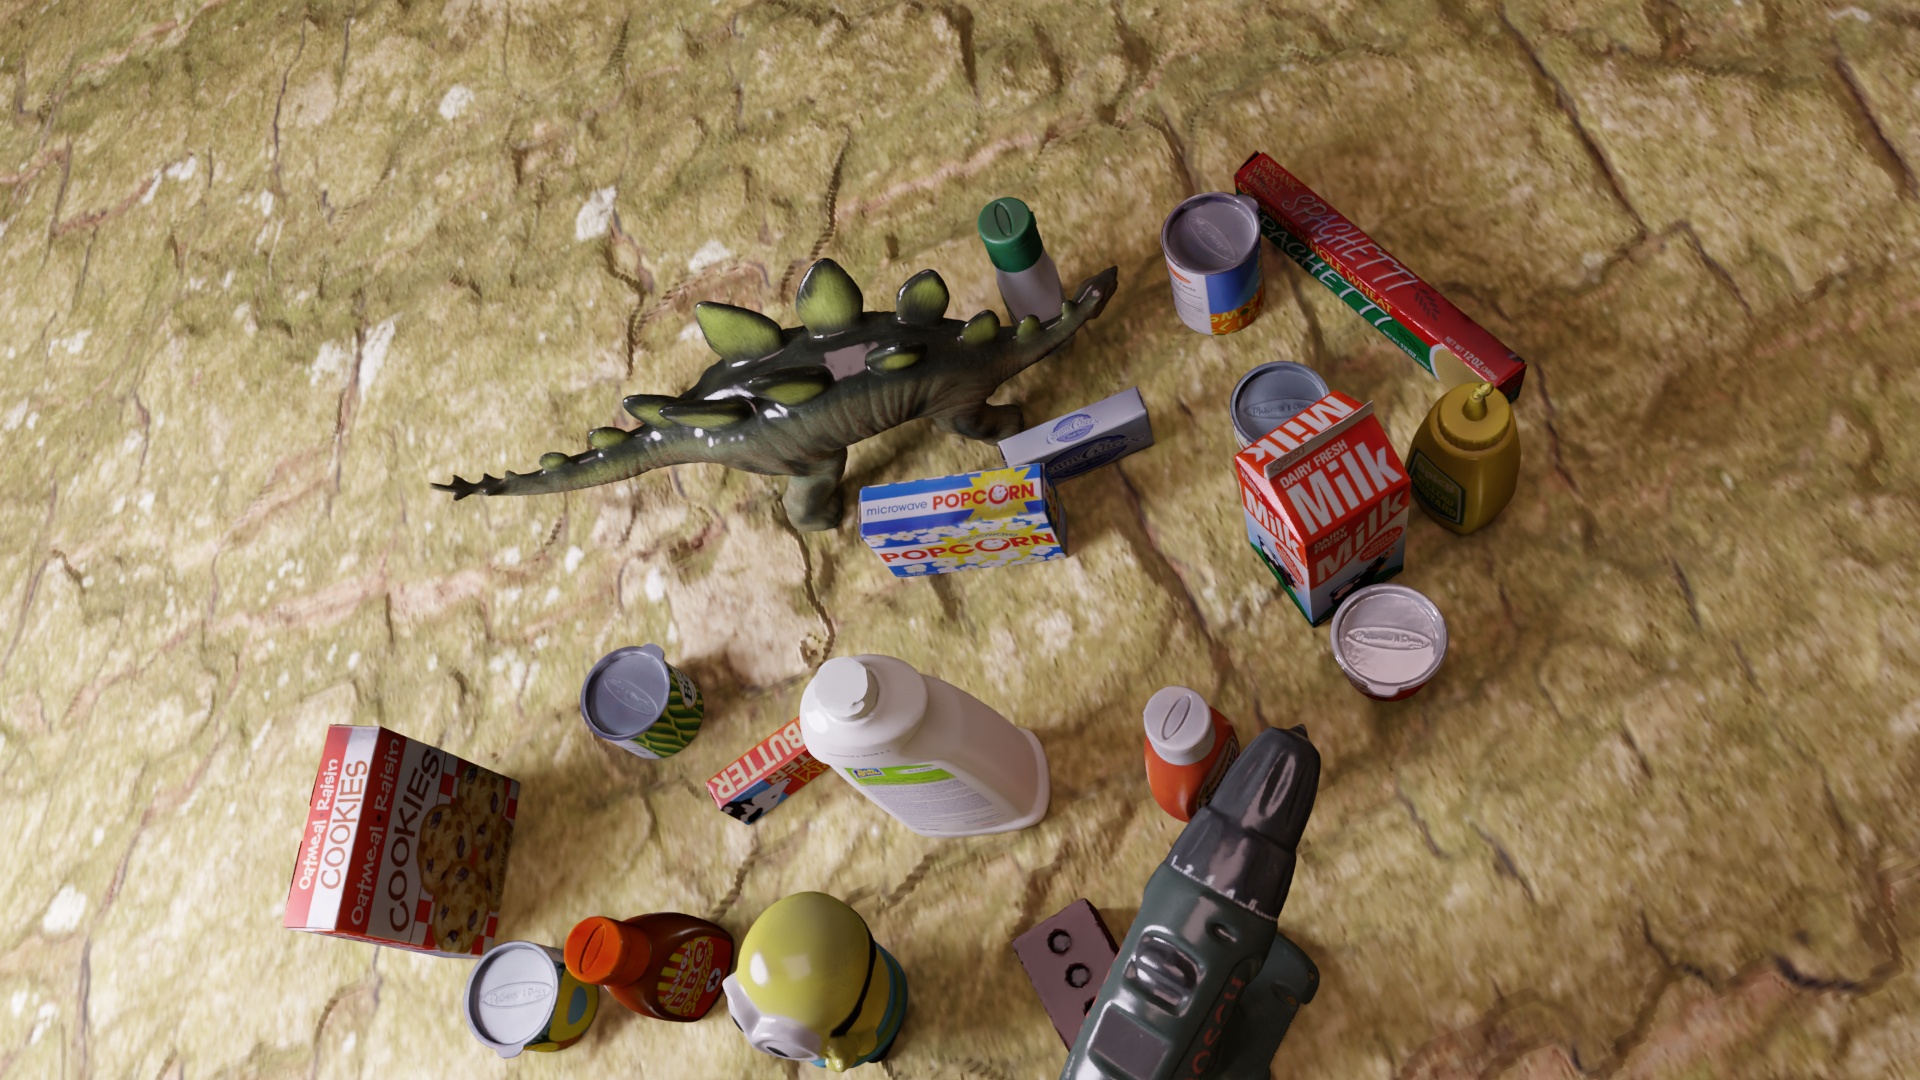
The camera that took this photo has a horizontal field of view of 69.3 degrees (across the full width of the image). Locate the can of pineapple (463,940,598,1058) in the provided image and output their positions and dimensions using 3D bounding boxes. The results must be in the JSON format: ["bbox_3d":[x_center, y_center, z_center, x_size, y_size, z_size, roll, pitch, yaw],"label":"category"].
[{"bbox_3d":[-0.277,0.297,0.898,0.071,0.057,0.071,-5,67,13],"label":"can of pineapple"}]

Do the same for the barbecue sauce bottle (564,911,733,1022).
[{"bbox_3d":[-0.188,0.255,0.842,0.044,0.148,0.065,16,73,21],"label":"barbecue sauce bottle"}]

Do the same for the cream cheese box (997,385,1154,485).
[{"bbox_3d":[0.081,-0.067,0.959,0.104,0.053,0.024,-22,64,5],"label":"cream cheese box"}]

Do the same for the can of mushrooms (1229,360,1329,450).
[{"bbox_3d":[0.217,-0.083,0.941,0.071,0.033,0.071,-5,67,13],"label":"can of mushrooms"}]

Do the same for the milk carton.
[{"bbox_3d":[0.216,-0.022,0.828,0.072,0.190,0.073,-33,64,0],"label":"milk carton"}]

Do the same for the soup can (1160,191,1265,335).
[{"bbox_3d":[0.180,-0.193,0.970,0.071,0.083,0.071,-5,67,13],"label":"soup can"}]

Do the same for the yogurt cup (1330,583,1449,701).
[{"bbox_3d":[0.263,0.066,0.854,0.072,0.053,0.072,-5,67,13],"label":"yogurt cup"}]

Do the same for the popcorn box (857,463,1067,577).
[{"bbox_3d":[0.003,-0.012,0.939,0.127,0.085,0.038,-7,66,12],"label":"popcorn box"}]

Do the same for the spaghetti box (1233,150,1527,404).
[{"bbox_3d":[0.282,-0.179,0.955,0.029,0.050,0.251,-40,64,-3],"label":"spaghetti box"}]

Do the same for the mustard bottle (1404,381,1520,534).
[{"bbox_3d":[0.304,-0.057,0.836,0.049,0.159,0.065,-41,64,-4],"label":"mustard bottle"}]

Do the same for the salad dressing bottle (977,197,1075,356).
[{"bbox_3d":[0.046,-0.182,0.965,0.044,0.147,0.064,-18,65,7],"label":"salad dressing bottle"}]

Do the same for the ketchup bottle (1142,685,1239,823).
[{"bbox_3d":[0.133,0.122,0.812,0.043,0.148,0.065,26,77,23],"label":"ketchup bottle"}]

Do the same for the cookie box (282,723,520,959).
[{"bbox_3d":[-0.355,0.199,0.899,0.040,0.167,0.123,-3,67,14],"label":"cookie box"}]

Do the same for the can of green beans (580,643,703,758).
[{"bbox_3d":[-0.219,0.113,0.960,0.071,0.057,0.071,-5,67,13],"label":"can of green beans"}]

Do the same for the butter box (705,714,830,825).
[{"bbox_3d":[-0.113,0.146,0.921,0.103,0.053,0.024,-35,64,-1],"label":"butter box"}]
